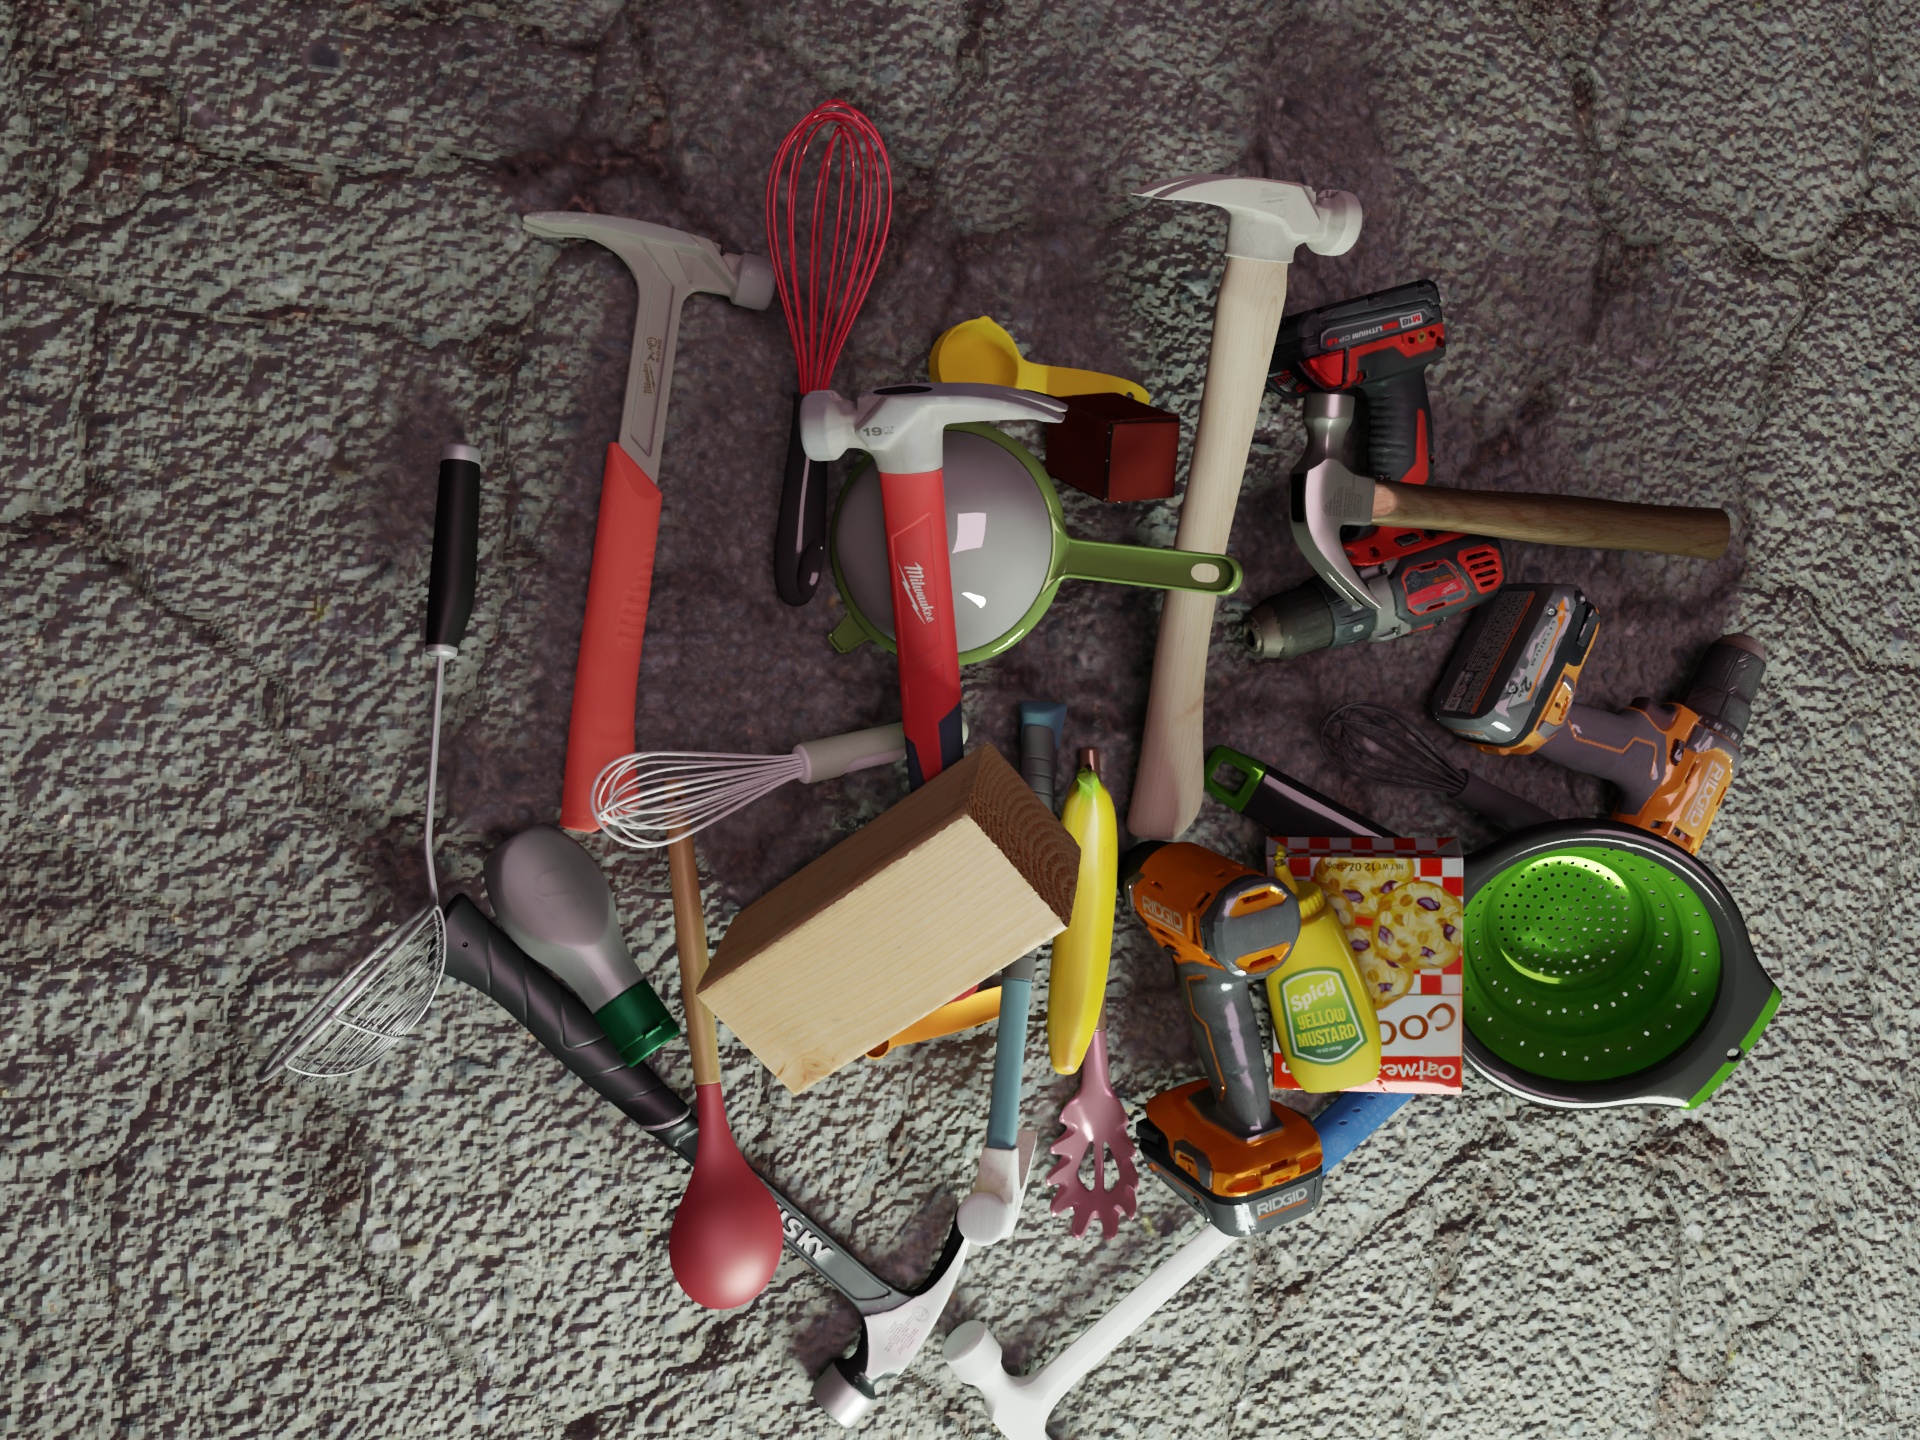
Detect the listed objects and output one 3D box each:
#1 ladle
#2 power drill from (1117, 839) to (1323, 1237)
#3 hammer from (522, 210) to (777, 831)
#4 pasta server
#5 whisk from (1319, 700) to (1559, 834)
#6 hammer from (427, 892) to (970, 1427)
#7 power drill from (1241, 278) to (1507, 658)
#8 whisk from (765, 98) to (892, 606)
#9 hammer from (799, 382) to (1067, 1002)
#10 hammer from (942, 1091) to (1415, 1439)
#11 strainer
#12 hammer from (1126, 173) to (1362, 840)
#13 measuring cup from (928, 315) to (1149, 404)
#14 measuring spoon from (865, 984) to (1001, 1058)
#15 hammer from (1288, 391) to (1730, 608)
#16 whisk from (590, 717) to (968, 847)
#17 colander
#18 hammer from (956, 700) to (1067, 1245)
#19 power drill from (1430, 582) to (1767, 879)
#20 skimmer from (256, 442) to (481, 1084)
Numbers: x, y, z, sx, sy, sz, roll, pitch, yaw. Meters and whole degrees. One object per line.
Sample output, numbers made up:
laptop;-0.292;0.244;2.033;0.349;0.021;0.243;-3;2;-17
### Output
ladle;-0.153;0.190;0.948;0.069;0.031;0.315;-5;81;-24
power drill;0.153;0.186;1.002;0.084;0.164;0.226;-13;104;-20
hammer;-0.207;-0.114;0.943;0.149;0.037;0.359;8;90;-16
pasta server;0.086;0.176;1.037;0.060;0.040;0.316;-1;91;13
whisk;0.344;0.047;1.101;0.238;0.055;0.055;26;85;-20
hammer;-0.162;0.252;0.972;0.408;0.036;0.149;45;80;-13
power drill;0.254;-0.159;1.052;0.188;0.080;0.226;-18;100;-14
whisk;-0.087;-0.213;0.947;0.073;0.073;0.295;2;104;-16
hammer;-0.001;-0.003;0.928;0.143;0.038;0.386;0;116;10
hammer;0.185;0.343;1.073;0.405;0.035;0.144;-37;101;-11
strainer;0.034;-0.100;0.932;0.256;0.069;0.151;8;95;16
hammer;0.142;-0.118;0.973;0.146;0.038;0.410;-3;112;-29
measuring cup;0.050;-0.218;1.021;0.156;0.029;0.062;5;94;-28
measuring spoon;-0.010;0.192;1.026;0.117;0.011;0.021;-16;97;-18
hammer;0.363;-0.131;1.036;0.331;0.031;0.130;3;97;-19
whisk;-0.102;0.028;0.957;0.246;0.057;0.059;-12;69;-28
colander;0.345;0.113;1.084;0.397;0.094;0.204;29;110;3
hammer;0.037;0.147;0.986;0.033;0.128;0.331;5;79;9
power drill;0.461;-0.016;1.114;0.226;0.084;0.185;31;84;-19
skimmer;-0.326;0.018;0.888;0.090;0.127;0.363;6;82;-22
